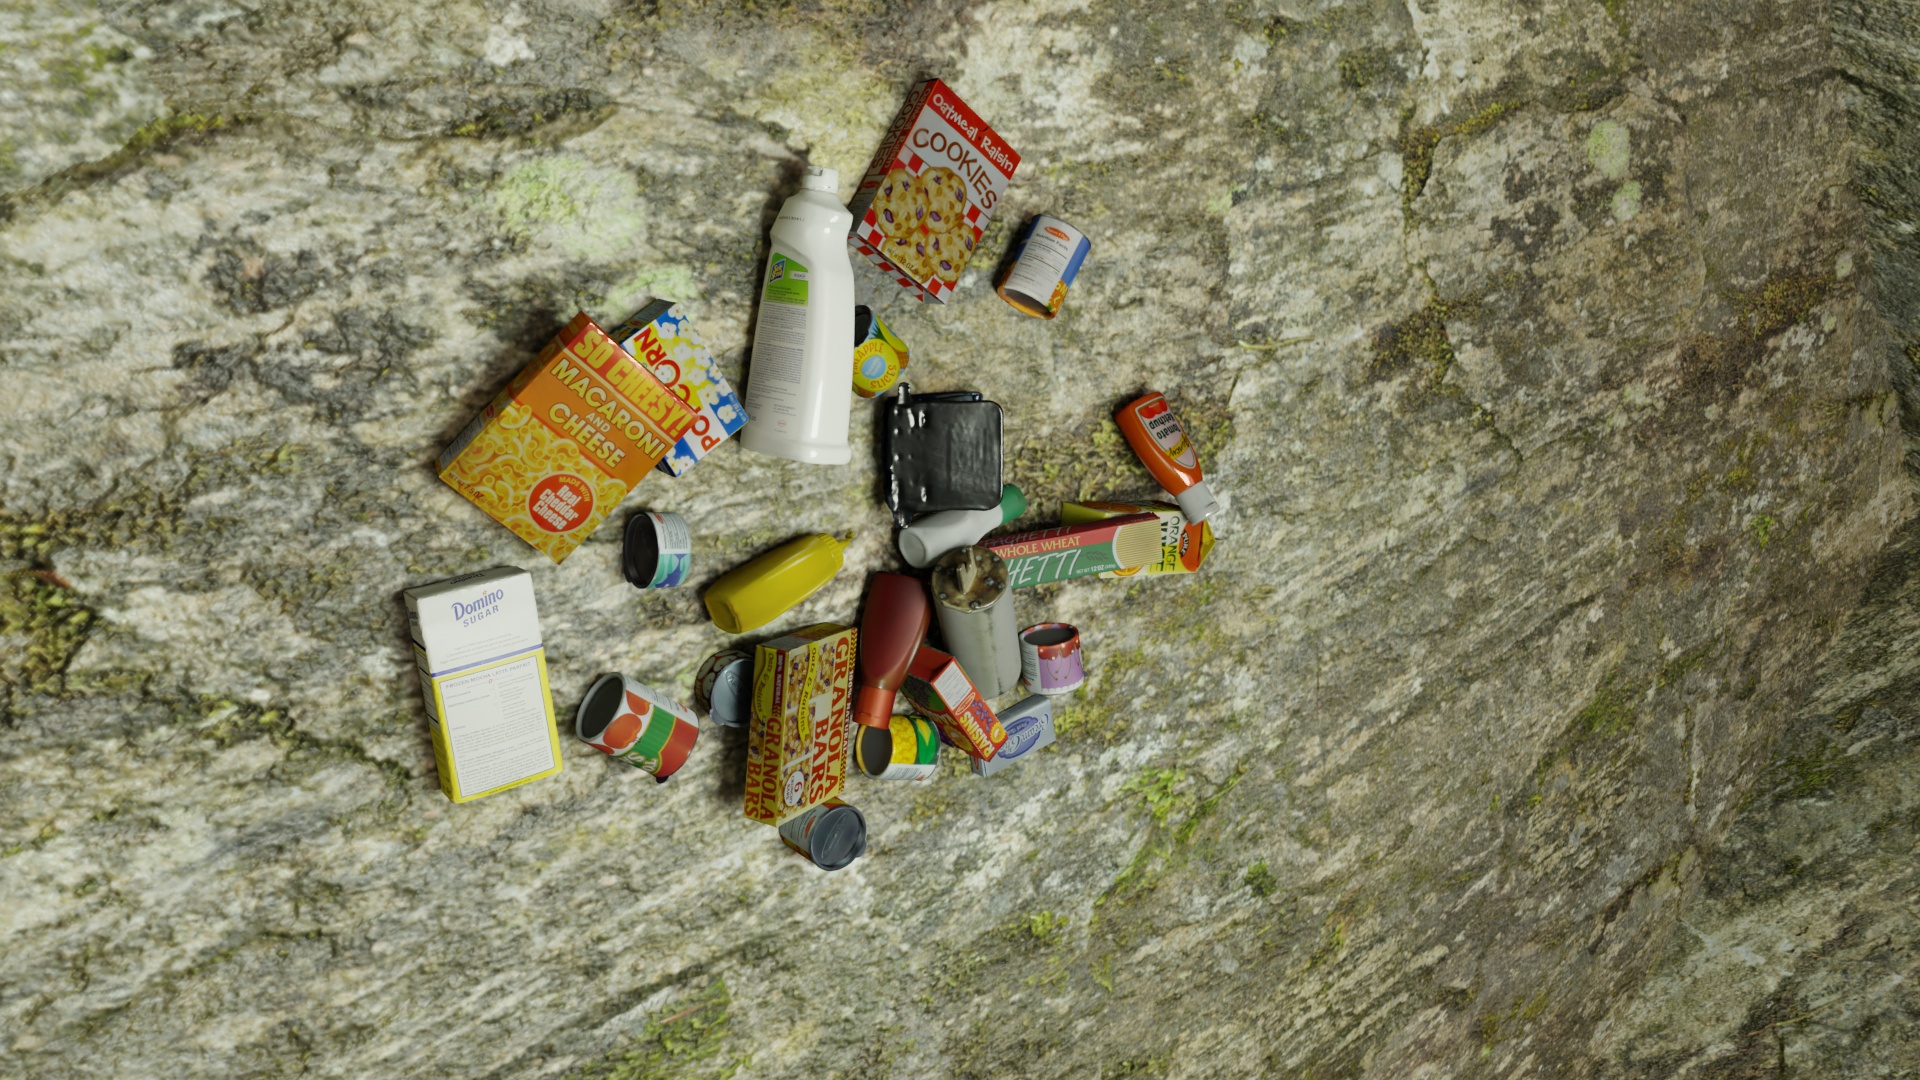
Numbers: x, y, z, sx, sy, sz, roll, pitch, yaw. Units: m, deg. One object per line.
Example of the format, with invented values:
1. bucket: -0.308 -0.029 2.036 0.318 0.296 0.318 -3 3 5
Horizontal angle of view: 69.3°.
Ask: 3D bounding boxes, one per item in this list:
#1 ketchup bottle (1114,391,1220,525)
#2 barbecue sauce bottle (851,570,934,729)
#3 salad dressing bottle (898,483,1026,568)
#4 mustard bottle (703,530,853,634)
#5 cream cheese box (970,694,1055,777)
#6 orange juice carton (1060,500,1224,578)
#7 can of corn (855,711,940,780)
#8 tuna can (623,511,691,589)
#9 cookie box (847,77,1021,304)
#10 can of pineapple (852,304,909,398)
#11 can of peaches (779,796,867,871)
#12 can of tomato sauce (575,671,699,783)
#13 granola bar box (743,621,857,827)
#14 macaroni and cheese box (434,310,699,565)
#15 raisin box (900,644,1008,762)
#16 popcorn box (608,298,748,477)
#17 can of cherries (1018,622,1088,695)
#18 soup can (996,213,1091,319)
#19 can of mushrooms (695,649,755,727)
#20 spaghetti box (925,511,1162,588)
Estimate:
1. ketchup bottle: 0.230 -0.088 1.515 0.065 0.043 0.149 -25 82 -38
2. barbecue sauce bottle: -0.070 0.107 1.347 0.043 0.065 0.148 33 70 -72
3. salad dressing bottle: 0.005 -0.017 1.391 0.148 0.064 0.044 -26 111 -40
4. mustard bottle: -0.155 0.031 1.272 0.161 0.065 0.048 -31 114 -34
5. cream cheese box: 0.056 0.211 1.505 0.104 0.024 0.053 -22 114 -33
6. orange juice carton: 0.204 -0.004 1.542 0.193 0.072 0.073 -2 102 -38
7. can of corn: -0.063 0.204 1.384 0.058 0.071 0.071 9 95 -39
8. tuna can: -0.259 0.010 1.184 0.033 0.071 0.071 -1 101 -39
9. cookie box: -0.027 -0.326 1.304 0.123 0.040 0.167 34 79 -38
10. can of pineapple: -0.088 -0.172 1.273 0.057 0.071 0.071 42 74 -37
11. can of peaches: -0.133 0.281 1.350 0.071 0.058 0.071 -10 106 -37
12. can of tomato sauce: -0.280 0.161 1.200 0.083 0.071 0.071 37 77 -37
13. granola bar box: -0.148 0.168 1.294 0.124 0.039 0.165 -14 111 -64
14. macaroni and cheese box: -0.311 -0.081 1.106 0.166 0.040 0.123 -46 125 0
15. raisin box: -0.015 0.161 1.398 0.040 0.086 0.123 -47 125 -22
16. popcorn box: -0.247 -0.128 1.176 0.085 0.038 0.126 -42 123 -22
17. can of cherries: 0.100 0.126 1.493 0.072 0.071 0.058 -20 111 -34
18. soup can: 0.083 -0.272 1.390 0.071 0.071 0.084 33 81 -39
19. can of mushrooms: -0.208 0.136 1.272 0.071 0.033 0.071 -11 107 -37
20. spaghetti box: 0.087 0.016 1.424 0.250 0.029 0.050 -10 108 -13
